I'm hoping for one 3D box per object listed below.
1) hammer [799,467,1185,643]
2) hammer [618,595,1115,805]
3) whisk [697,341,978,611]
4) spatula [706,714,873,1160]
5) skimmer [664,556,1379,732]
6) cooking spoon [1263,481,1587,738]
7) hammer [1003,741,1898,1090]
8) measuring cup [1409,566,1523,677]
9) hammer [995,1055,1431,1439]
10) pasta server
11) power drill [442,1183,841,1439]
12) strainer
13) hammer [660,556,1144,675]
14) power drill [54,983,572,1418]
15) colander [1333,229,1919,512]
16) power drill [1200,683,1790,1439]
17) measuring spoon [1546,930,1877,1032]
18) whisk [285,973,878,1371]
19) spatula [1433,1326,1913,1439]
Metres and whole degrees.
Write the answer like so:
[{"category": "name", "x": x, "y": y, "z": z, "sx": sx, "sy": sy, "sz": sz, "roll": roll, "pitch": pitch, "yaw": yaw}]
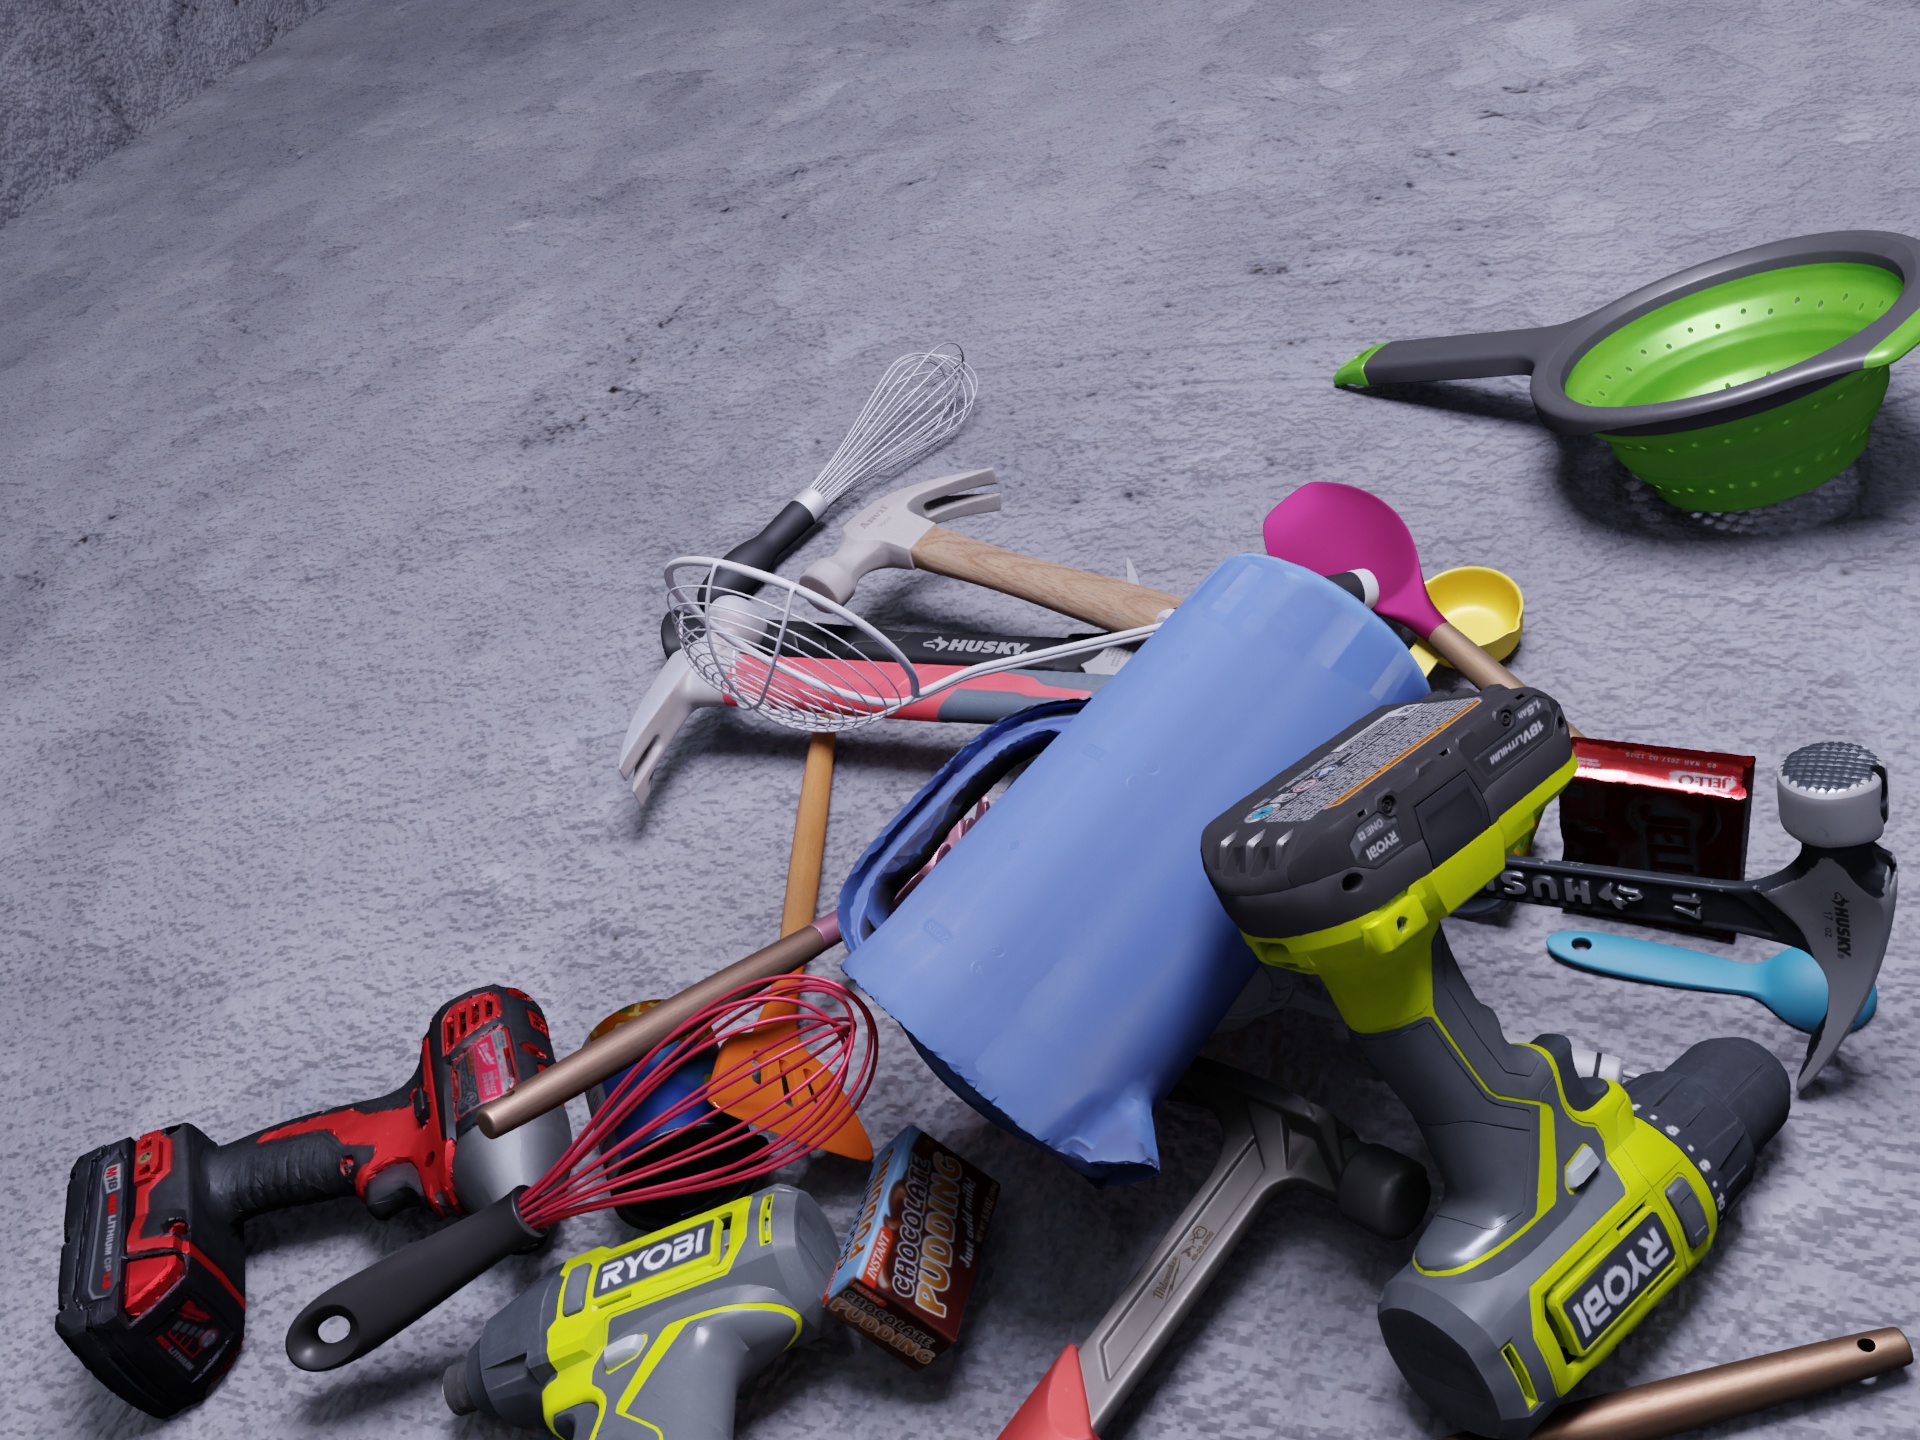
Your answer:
[{"category": "hammer", "x": 0.073, "y": -0.071, "z": 0.901, "sx": 0.331, "sy": 0.031, "sz": 0.130, "roll": 20, "pitch": 53, "yaw": 30}, {"category": "hammer", "x": -0.001, "y": -0.003, "z": 0.853, "sx": 0.386, "sy": 0.038, "sz": 0.143, "roll": 4, "pitch": 48, "yaw": 26}, {"category": "whisk", "x": -0.085, "y": -0.170, "z": 1.122, "sx": 0.070, "sy": 0.070, "sz": 0.285, "roll": 22, "pitch": 60, "yaw": 39}, {"category": "spatula", "x": -0.079, "y": 0.094, "z": 0.818, "sx": 0.081, "sy": 0.041, "sz": 0.323, "roll": 25, "pitch": 34, "yaw": -17}, {"category": "skimmer", "x": 0.042, "y": -0.063, "z": 0.778, "sx": 0.363, "sy": 0.090, "sz": 0.127, "roll": -12, "pitch": -5, "yaw": -20}, {"category": "cooking spoon", "x": 0.261, "y": -0.029, "z": 0.810, "sx": 0.069, "sy": 0.017, "sz": 0.319, "roll": -39, "pitch": 50, "yaw": 2}, {"category": "hammer", "x": 0.183, "y": 0.065, "z": 0.708, "sx": 0.409, "sy": 0.149, "sz": 0.036, "roll": 4, "pitch": 36, "yaw": 39}, {"category": "measuring cup", "x": 0.241, "y": -0.018, "z": 0.843, "sx": 0.062, "sy": 0.029, "sz": 0.156, "roll": 32, "pitch": 73, "yaw": 38}, {"category": "hammer", "x": 0.016, "y": 0.271, "z": 0.576, "sx": 0.149, "sy": 0.036, "sz": 0.359, "roll": 13, "pitch": 51, "yaw": 49}, {"category": "pasta server", "x": -0.089, "y": 0.105, "z": 0.734, "sx": 0.060, "sy": 0.040, "sz": 0.316, "roll": -8, "pitch": 12, "yaw": 43}, {"category": "power drill", "x": -0.129, "y": 0.284, "z": 0.576, "sx": 0.171, "sy": 0.080, "sz": 0.223, "roll": -23, "pitch": 26, "yaw": 8}, {"category": "strainer", "x": 0.165, "y": 0.129, "z": 0.685, "sx": 0.258, "sy": 0.050, "sz": 0.087, "roll": 11, "pitch": 22, "yaw": 23}, {"category": "hammer", "x": -0.042, "y": -0.046, "z": 0.973, "sx": 0.335, "sy": 0.035, "sz": 0.146, "roll": 5, "pitch": 46, "yaw": 27}, {"category": "power drill", "x": -0.287, "y": 0.220, "z": 0.736, "sx": 0.219, "sy": 0.078, "sz": 0.143, "roll": -23, "pitch": 40, "yaw": -9}, {"category": "colander", "x": 0.385, "y": -0.189, "z": 0.941, "sx": 0.204, "sy": 0.094, "sz": 0.397, "roll": -39, "pitch": 26, "yaw": -22}, {"category": "power drill", "x": 0.200, "y": 0.107, "z": 0.567, "sx": 0.190, "sy": 0.228, "sz": 0.080, "roll": -31, "pitch": 9, "yaw": -25}, {"category": "measuring spoon", "x": 0.315, "y": 0.100, "z": 0.672, "sx": 0.129, "sy": 0.021, "sz": 0.042, "roll": 8, "pitch": 46, "yaw": 27}, {"category": "whisk", "x": -0.159, "y": 0.191, "z": 0.648, "sx": 0.296, "sy": 0.073, "sz": 0.073, "roll": -32, "pitch": 38, "yaw": 10}, {"category": "spatula", "x": 0.171, "y": 0.257, "z": 0.554, "sx": 0.316, "sy": 0.018, "sz": 0.060, "roll": -17, "pitch": 36, "yaw": 4}]
